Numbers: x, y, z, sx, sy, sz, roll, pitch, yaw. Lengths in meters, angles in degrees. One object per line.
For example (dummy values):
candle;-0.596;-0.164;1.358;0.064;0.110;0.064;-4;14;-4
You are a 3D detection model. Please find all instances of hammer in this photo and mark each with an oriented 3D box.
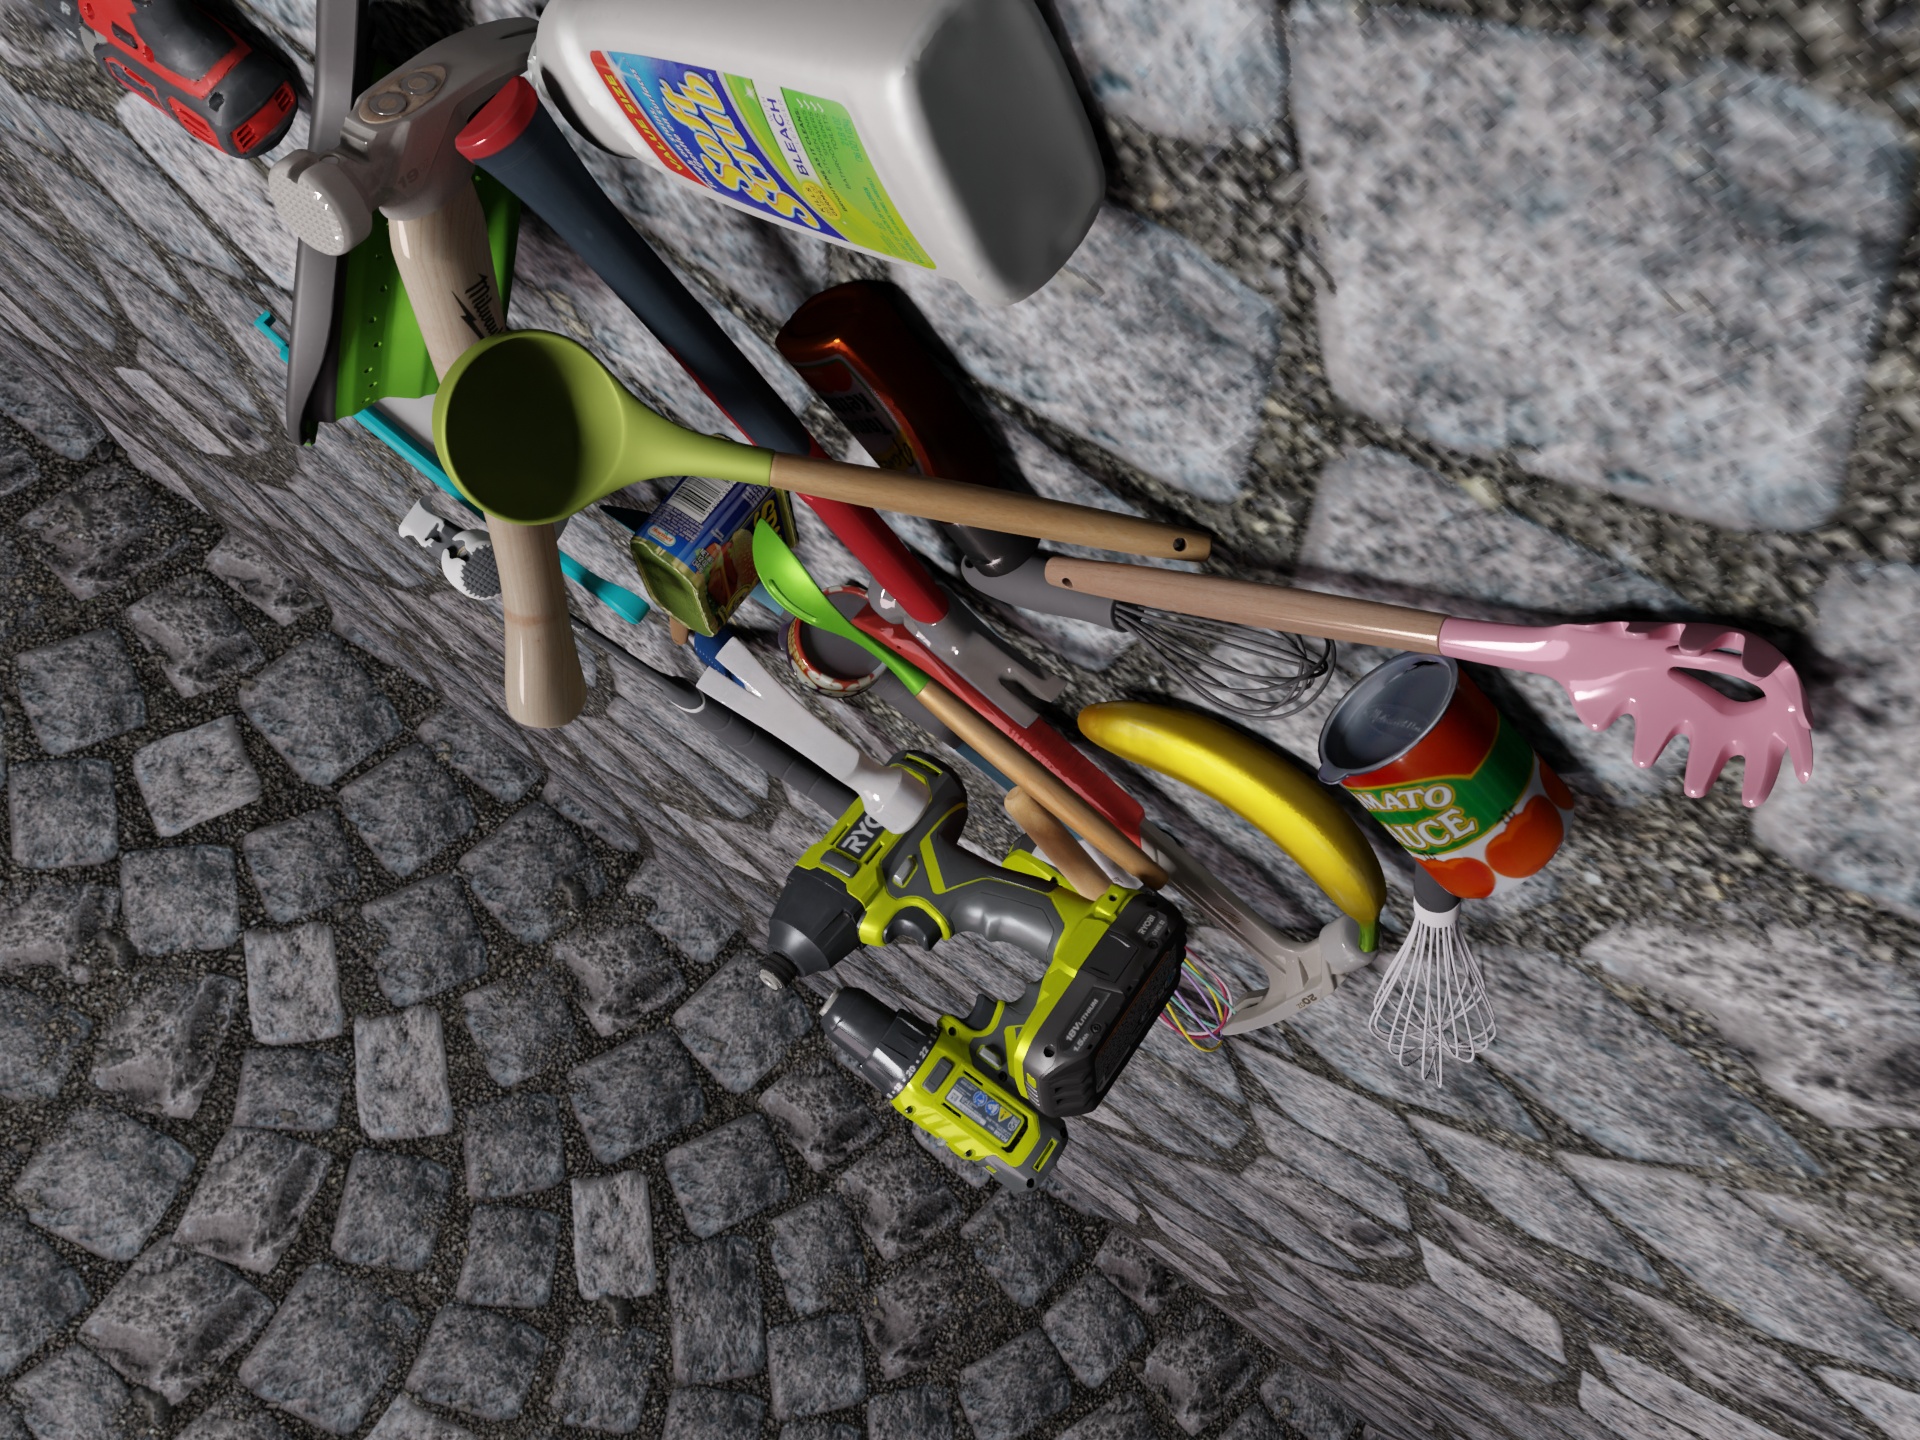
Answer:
hammer;-0.218;-0.133;0.780;0.038;0.146;0.410;29;149;14
hammer;-0.201;-0.027;1.062;0.149;0.036;0.408;31;175;45
hammer;-0.007;0.003;1.054;0.331;0.033;0.128;39;162;-5
hammer;-0.135;-0.024;1.060;0.144;0.035;0.406;38;178;-21
hammer;-0.077;-0.126;0.719;0.143;0.038;0.385;41;176;41
hammer;0.077;0.051;0.960;0.359;0.037;0.149;40;143;-2

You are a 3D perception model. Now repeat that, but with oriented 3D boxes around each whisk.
whisk;0.107;0.133;1.040;0.244;0.047;0.051;49;159;-22
whisk;0.075;-0.049;0.735;0.239;0.055;0.055;24;159;49
whisk;0.241;0.109;0.806;0.070;0.070;0.284;27;155;30

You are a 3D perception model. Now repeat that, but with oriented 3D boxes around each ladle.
ladle;-0.051;-0.097;0.649;0.320;0.078;0.062;10;-167;-4

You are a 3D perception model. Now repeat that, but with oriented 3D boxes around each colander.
colander;-0.240;-0.263;0.714;0.094;0.205;0.397;7;154;-20

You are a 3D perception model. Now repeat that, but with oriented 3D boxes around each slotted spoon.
slotted spoon;-0.001;-0.003;0.910;0.313;0.031;0.070;40;174;-7

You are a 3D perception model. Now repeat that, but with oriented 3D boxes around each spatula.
spatula;-0.216;-0.097;1.184;0.082;0.044;0.317;34;164;0

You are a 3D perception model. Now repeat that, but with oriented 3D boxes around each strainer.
strainer;-0.277;-0.168;0.991;0.341;0.095;0.210;34;173;34

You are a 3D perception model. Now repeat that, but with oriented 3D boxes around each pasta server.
pasta server;0.154;-0.032;0.597;0.316;0.040;0.060;15;137;40

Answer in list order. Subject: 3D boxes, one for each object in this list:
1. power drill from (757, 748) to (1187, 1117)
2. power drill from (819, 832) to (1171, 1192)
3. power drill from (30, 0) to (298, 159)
power drill;0.004;0.128;0.936;0.223;0.171;0.080;26;150;25
power drill;0.030;0.190;1.130;0.190;0.228;0.080;37;163;0
power drill;-0.448;-0.402;0.800;0.188;0.080;0.226;35;166;6
